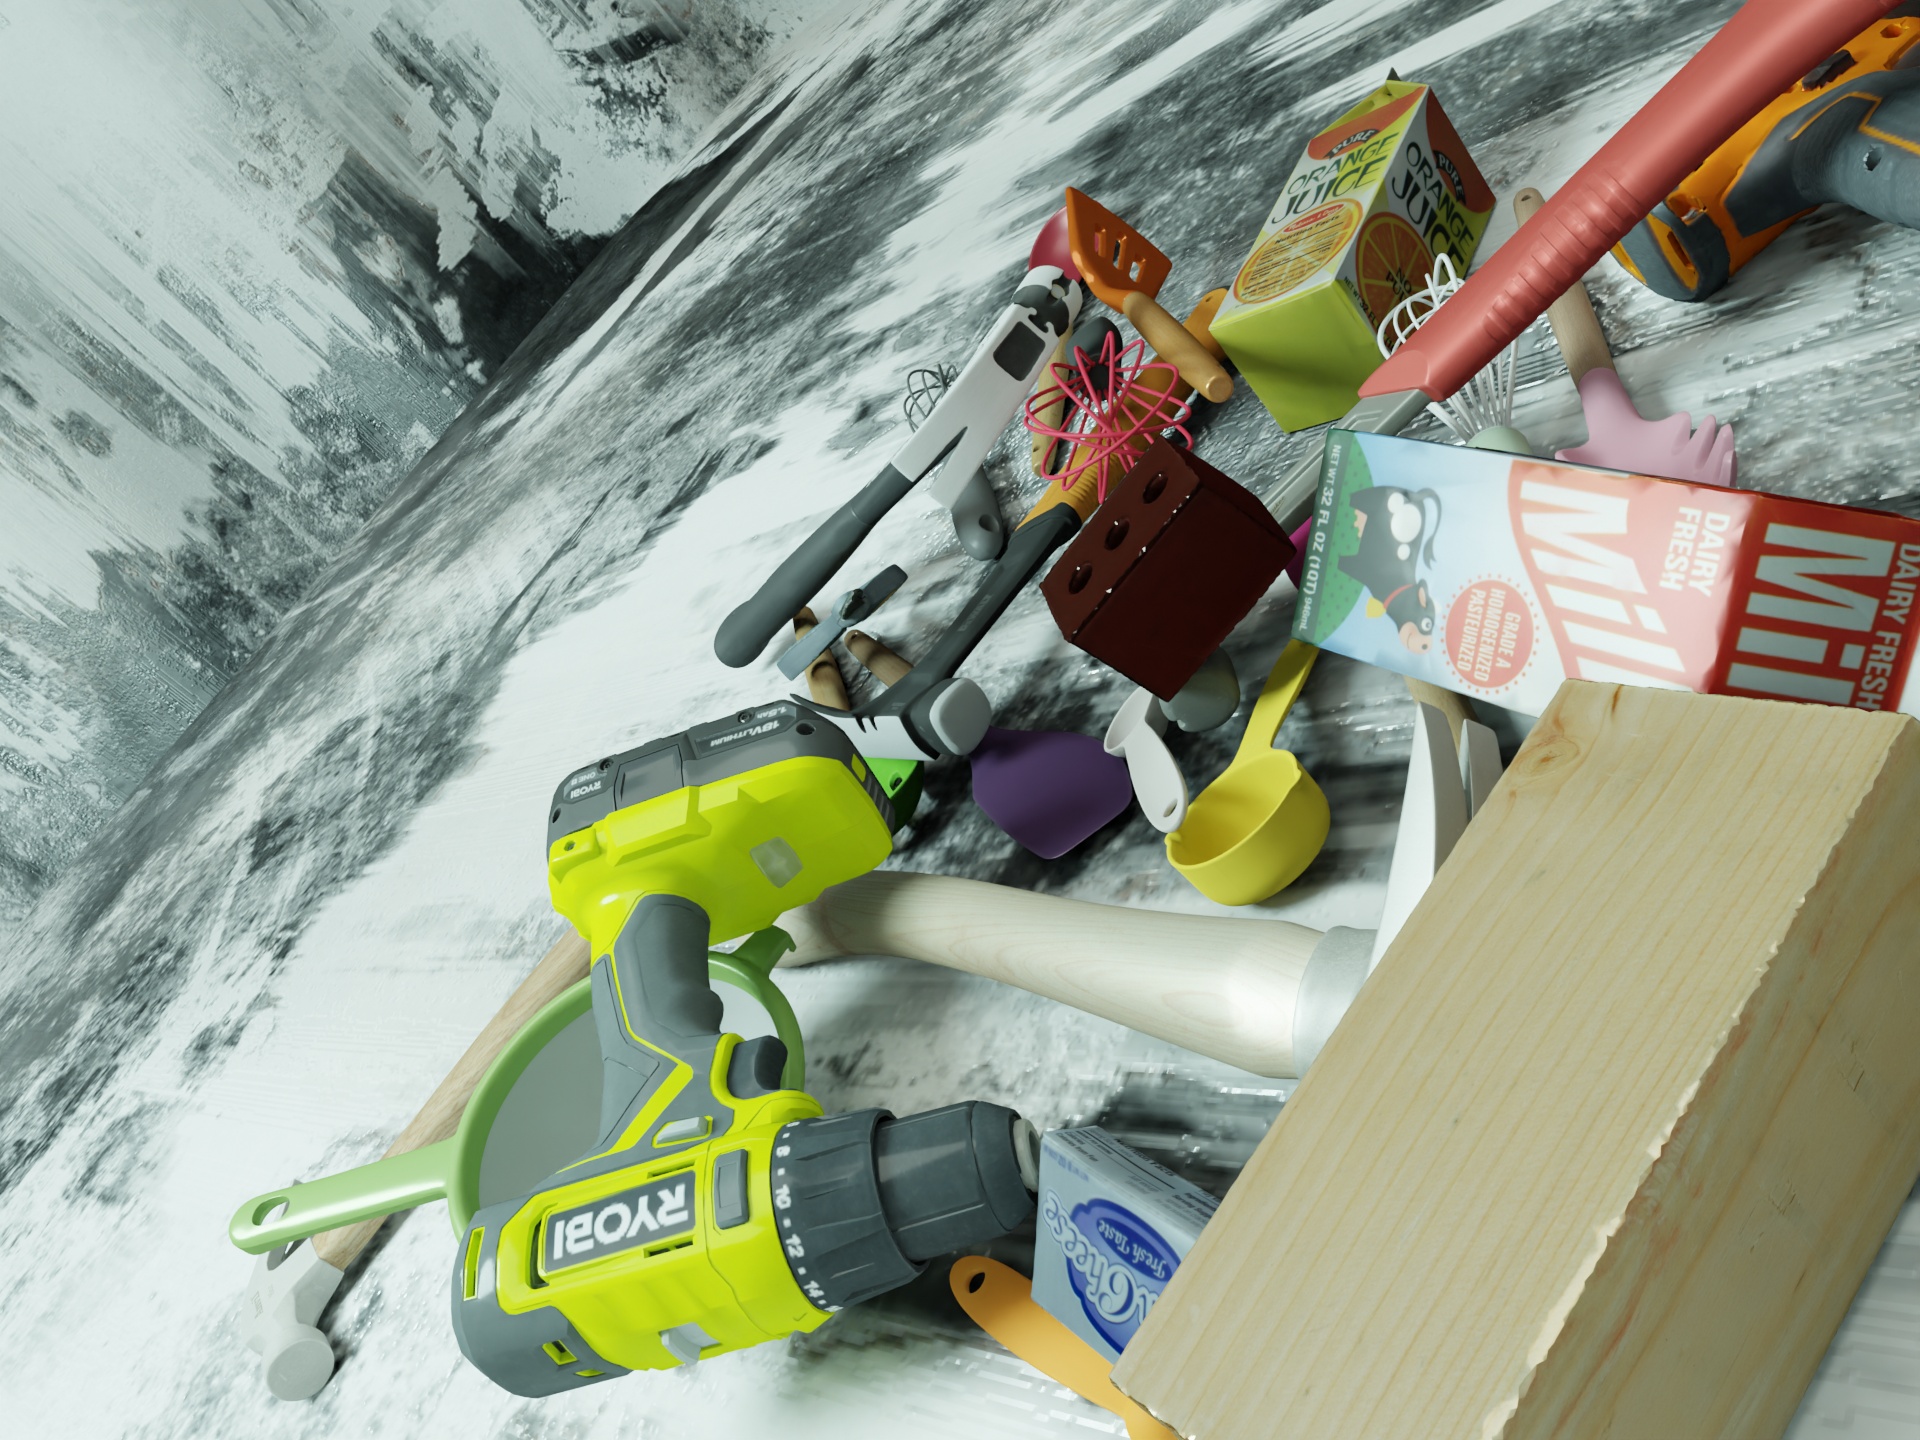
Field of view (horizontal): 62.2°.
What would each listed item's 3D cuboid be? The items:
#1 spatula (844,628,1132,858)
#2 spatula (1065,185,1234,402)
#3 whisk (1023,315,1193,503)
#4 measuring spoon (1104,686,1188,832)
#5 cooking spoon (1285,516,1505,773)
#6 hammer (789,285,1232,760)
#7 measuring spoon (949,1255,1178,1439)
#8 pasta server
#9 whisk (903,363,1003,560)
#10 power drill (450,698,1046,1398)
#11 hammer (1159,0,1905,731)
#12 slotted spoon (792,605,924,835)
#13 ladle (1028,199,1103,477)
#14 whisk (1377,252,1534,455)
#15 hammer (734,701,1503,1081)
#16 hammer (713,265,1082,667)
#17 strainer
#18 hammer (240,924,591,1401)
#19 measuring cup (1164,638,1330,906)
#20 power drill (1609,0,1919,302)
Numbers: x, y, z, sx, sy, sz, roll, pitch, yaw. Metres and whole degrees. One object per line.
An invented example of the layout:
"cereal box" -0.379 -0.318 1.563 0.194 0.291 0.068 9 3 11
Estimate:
"spatula" -0.001 -0.002 0.775 0.060 0.018 0.316 -35 27 -9
"spatula" 0.100 -0.217 0.817 0.041 0.081 0.323 -53 19 18
"whisk" 0.068 -0.161 0.760 0.073 0.073 0.296 -36 16 15
"measuring spoon" 0.078 0.018 0.619 0.034 0.018 0.124 -54 14 15
"cooking spoon" 0.166 -0.017 0.565 0.069 0.017 0.319 -25 33 15
"hammer" 0.051 -0.109 0.805 0.127 0.034 0.337 1 46 52
"measuring spoon" 0.027 0.186 0.479 0.021 0.011 0.117 -52 28 -16
"pasta server" 0.247 -0.153 0.631 0.060 0.040 0.316 -16 35 21
"whisk" -0.001 -0.161 0.970 0.055 0.055 0.239 -36 32 16
"power drill" -0.073 0.105 0.561 0.190 0.080 0.229 -19 45 11
"hammer" 0.191 -0.153 0.596 0.359 0.036 0.149 -46 27 28
"slotted spoon" -0.066 -0.006 0.860 0.070 0.031 0.314 -41 25 6
"ladle" 0.064 -0.250 1.026 0.069 0.031 0.316 -30 32 31
"whisk" 0.206 -0.109 0.617 0.058 0.059 0.247 -7 41 9
"hammer" 0.018 0.070 0.585 0.411 0.038 0.146 -1 73 57
"hammer" -0.058 -0.106 0.866 0.334 0.035 0.146 -36 20 51
"strainer" -0.168 0.186 0.638 0.256 0.069 0.152 -18 42 12
"hammer" -0.254 0.185 0.839 0.331 0.031 0.130 -52 29 -16
"measuring cup" 0.121 0.012 0.592 0.062 0.029 0.157 -31 17 40
"power drill" 0.343 -0.209 0.536 0.164 0.084 0.227 -42 23 3
